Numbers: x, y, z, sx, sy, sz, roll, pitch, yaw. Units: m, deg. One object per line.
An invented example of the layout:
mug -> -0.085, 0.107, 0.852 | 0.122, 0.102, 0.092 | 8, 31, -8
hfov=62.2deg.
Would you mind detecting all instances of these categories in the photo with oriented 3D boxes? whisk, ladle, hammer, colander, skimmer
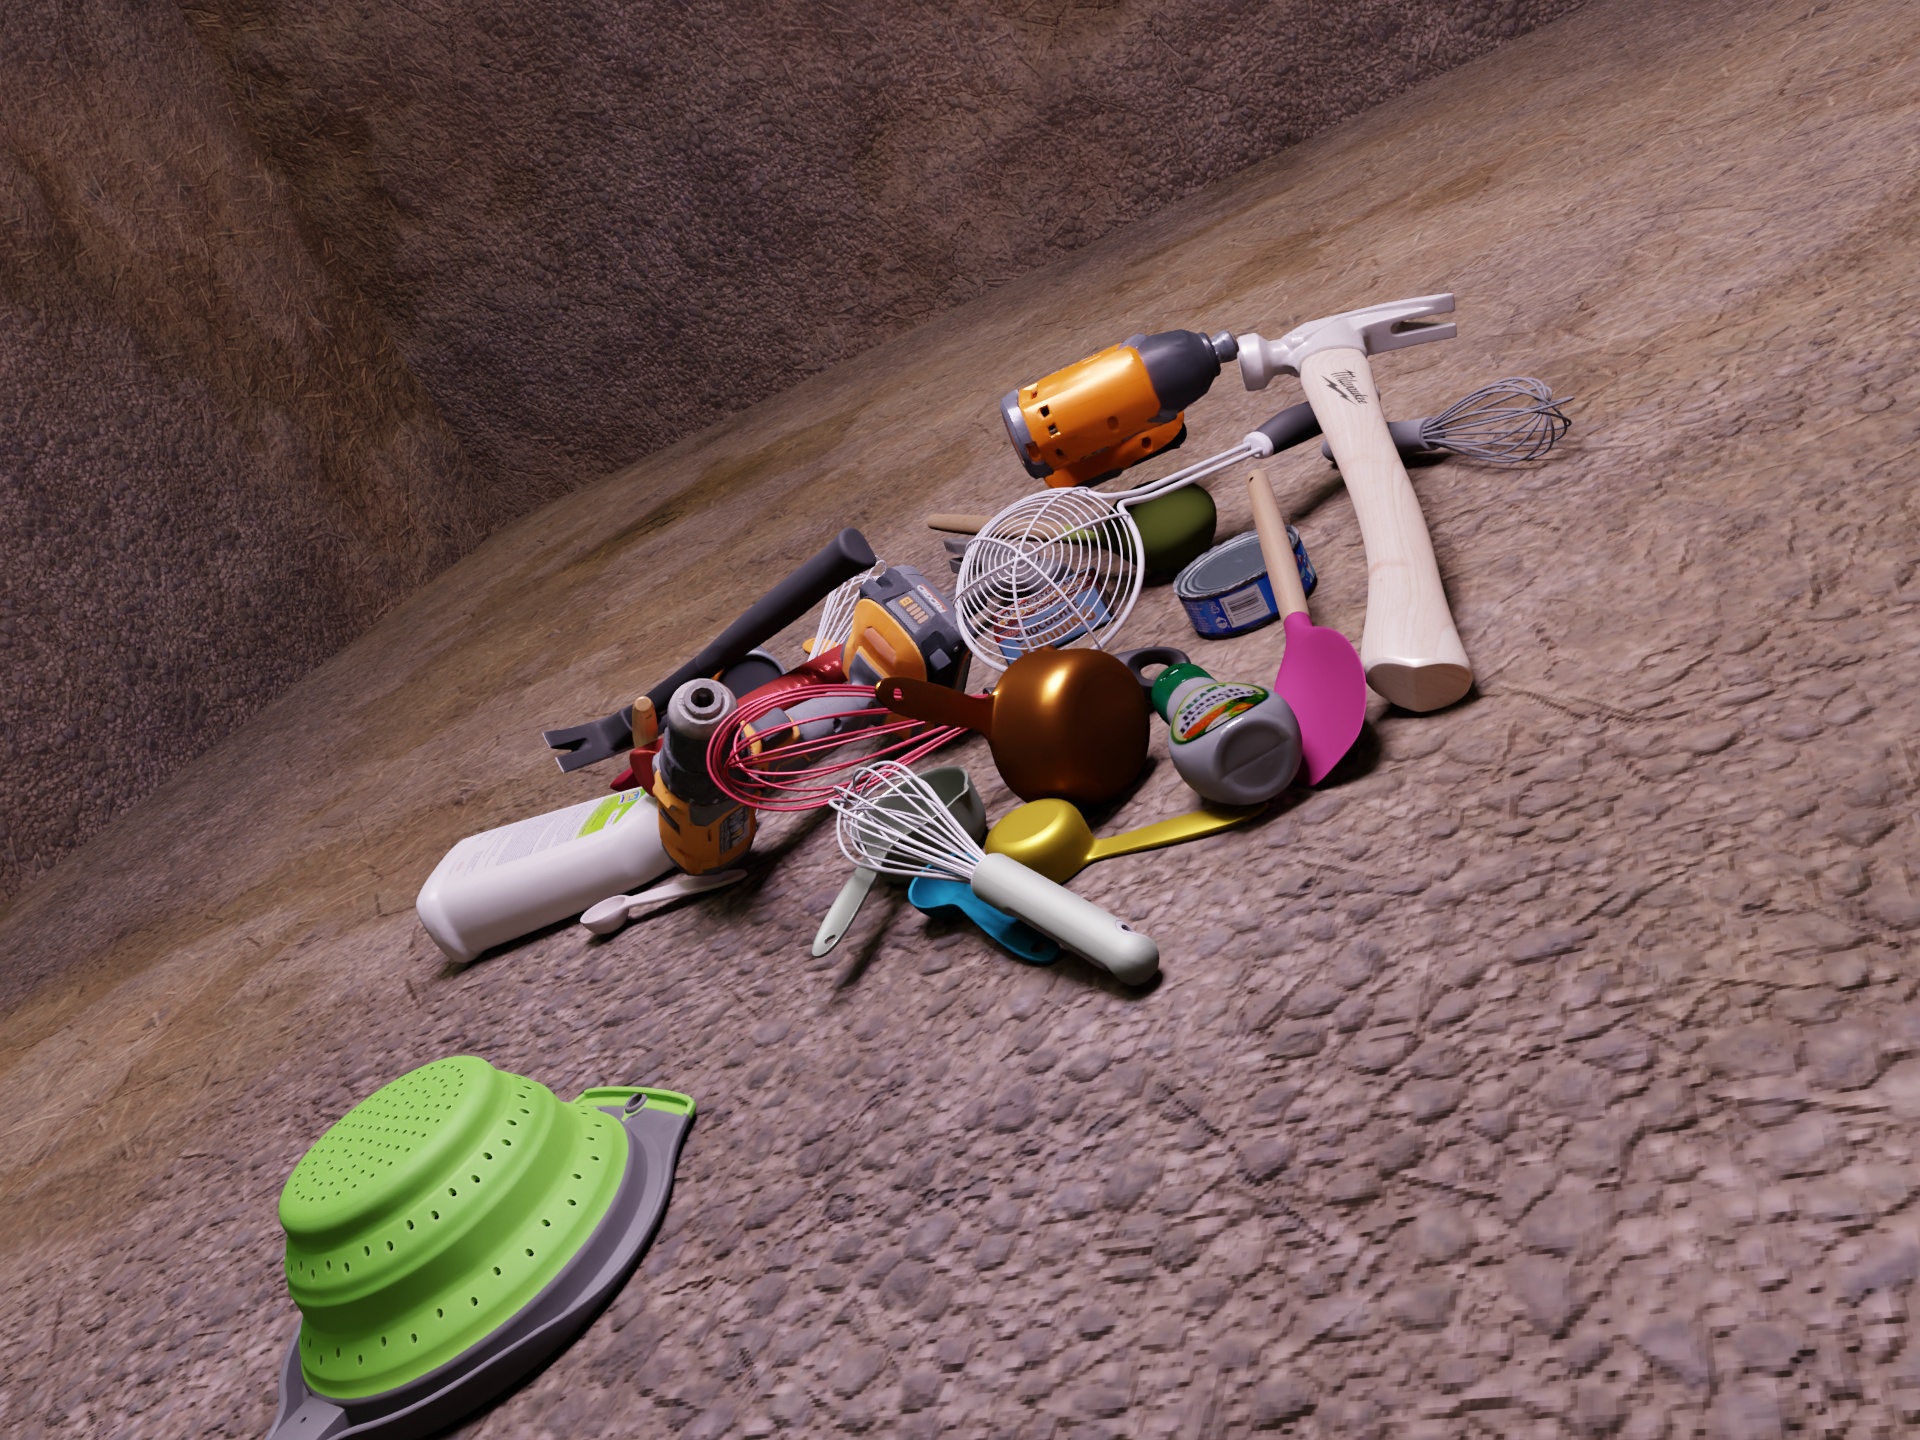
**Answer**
whisk -> -0.001, -0.003, 0.925 | 0.295, 0.073, 0.073 | -12, 16, -14
whisk -> 0.009, 0.075, 0.783 | 0.246, 0.057, 0.059 | 25, 89, 50
ladle -> 0.072, -0.156, 1.229 | 0.320, 0.078, 0.062 | 15, 78, 54
hammer -> -0.176, -0.049, 1.157 | 0.334, 0.035, 0.146 | -32, -4, 41
whisk -> -0.112, -0.041, 1.280 | 0.070, 0.070, 0.285 | -16, 29, 34
hammer -> -0.089, -0.046, 1.176 | 0.359, 0.036, 0.149 | -31, 29, -29
hammer -> 0.253, -0.144, 0.932 | 0.146, 0.038, 0.411 | -11, 36, 12
colander -> -0.288, 0.271, 0.690 | 0.204, 0.094, 0.397 | -10, 27, 44
skimmer -> 0.152, -0.140, 1.059 | 0.363, 0.090, 0.127 | -27, 48, -32
whisk -> 0.317, -0.194, 1.067 | 0.055, 0.055, 0.239 | -35, 16, -16
ladle -> -0.233, 0.018, 1.181 | 0.069, 0.031, 0.315 | -34, -3, -14

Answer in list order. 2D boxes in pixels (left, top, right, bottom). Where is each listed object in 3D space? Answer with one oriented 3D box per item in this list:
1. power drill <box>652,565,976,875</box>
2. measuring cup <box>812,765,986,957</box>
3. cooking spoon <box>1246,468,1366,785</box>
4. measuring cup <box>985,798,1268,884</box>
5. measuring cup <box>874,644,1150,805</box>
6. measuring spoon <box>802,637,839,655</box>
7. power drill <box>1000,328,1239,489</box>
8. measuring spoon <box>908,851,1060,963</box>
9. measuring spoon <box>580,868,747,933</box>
power drill -> -0.098, -0.009, 1.012 | 0.226, 0.084, 0.185 | -35, -21, -24
measuring cup -> -0.037, 0.087, 0.882 | 0.083, 0.038, 0.168 | -16, 25, 33
cooking spoon -> 0.186, -0.068, 0.894 | 0.068, 0.017, 0.319 | -55, 18, 30
measuring cup -> 0.081, 0.052, 0.813 | 0.156, 0.029, 0.062 | -17, 23, 30
measuring cup -> 0.034, -0.003, 0.840 | 0.173, 0.095, 0.052 | 12, -11, -44
measuring spoon -> -0.118, -0.066, 1.403 | 0.021, 0.011, 0.117 | -35, 20, -16
power drill -> 0.117, -0.228, 1.153 | 0.164, 0.084, 0.226 | -23, 3, 7
measuring spoon -> 0.016, 0.102, 0.809 | 0.042, 0.021, 0.129 | -39, 30, -15
measuring spoon -> -0.195, 0.121, 1.056 | 0.124, 0.018, 0.034 | -16, 18, 16
